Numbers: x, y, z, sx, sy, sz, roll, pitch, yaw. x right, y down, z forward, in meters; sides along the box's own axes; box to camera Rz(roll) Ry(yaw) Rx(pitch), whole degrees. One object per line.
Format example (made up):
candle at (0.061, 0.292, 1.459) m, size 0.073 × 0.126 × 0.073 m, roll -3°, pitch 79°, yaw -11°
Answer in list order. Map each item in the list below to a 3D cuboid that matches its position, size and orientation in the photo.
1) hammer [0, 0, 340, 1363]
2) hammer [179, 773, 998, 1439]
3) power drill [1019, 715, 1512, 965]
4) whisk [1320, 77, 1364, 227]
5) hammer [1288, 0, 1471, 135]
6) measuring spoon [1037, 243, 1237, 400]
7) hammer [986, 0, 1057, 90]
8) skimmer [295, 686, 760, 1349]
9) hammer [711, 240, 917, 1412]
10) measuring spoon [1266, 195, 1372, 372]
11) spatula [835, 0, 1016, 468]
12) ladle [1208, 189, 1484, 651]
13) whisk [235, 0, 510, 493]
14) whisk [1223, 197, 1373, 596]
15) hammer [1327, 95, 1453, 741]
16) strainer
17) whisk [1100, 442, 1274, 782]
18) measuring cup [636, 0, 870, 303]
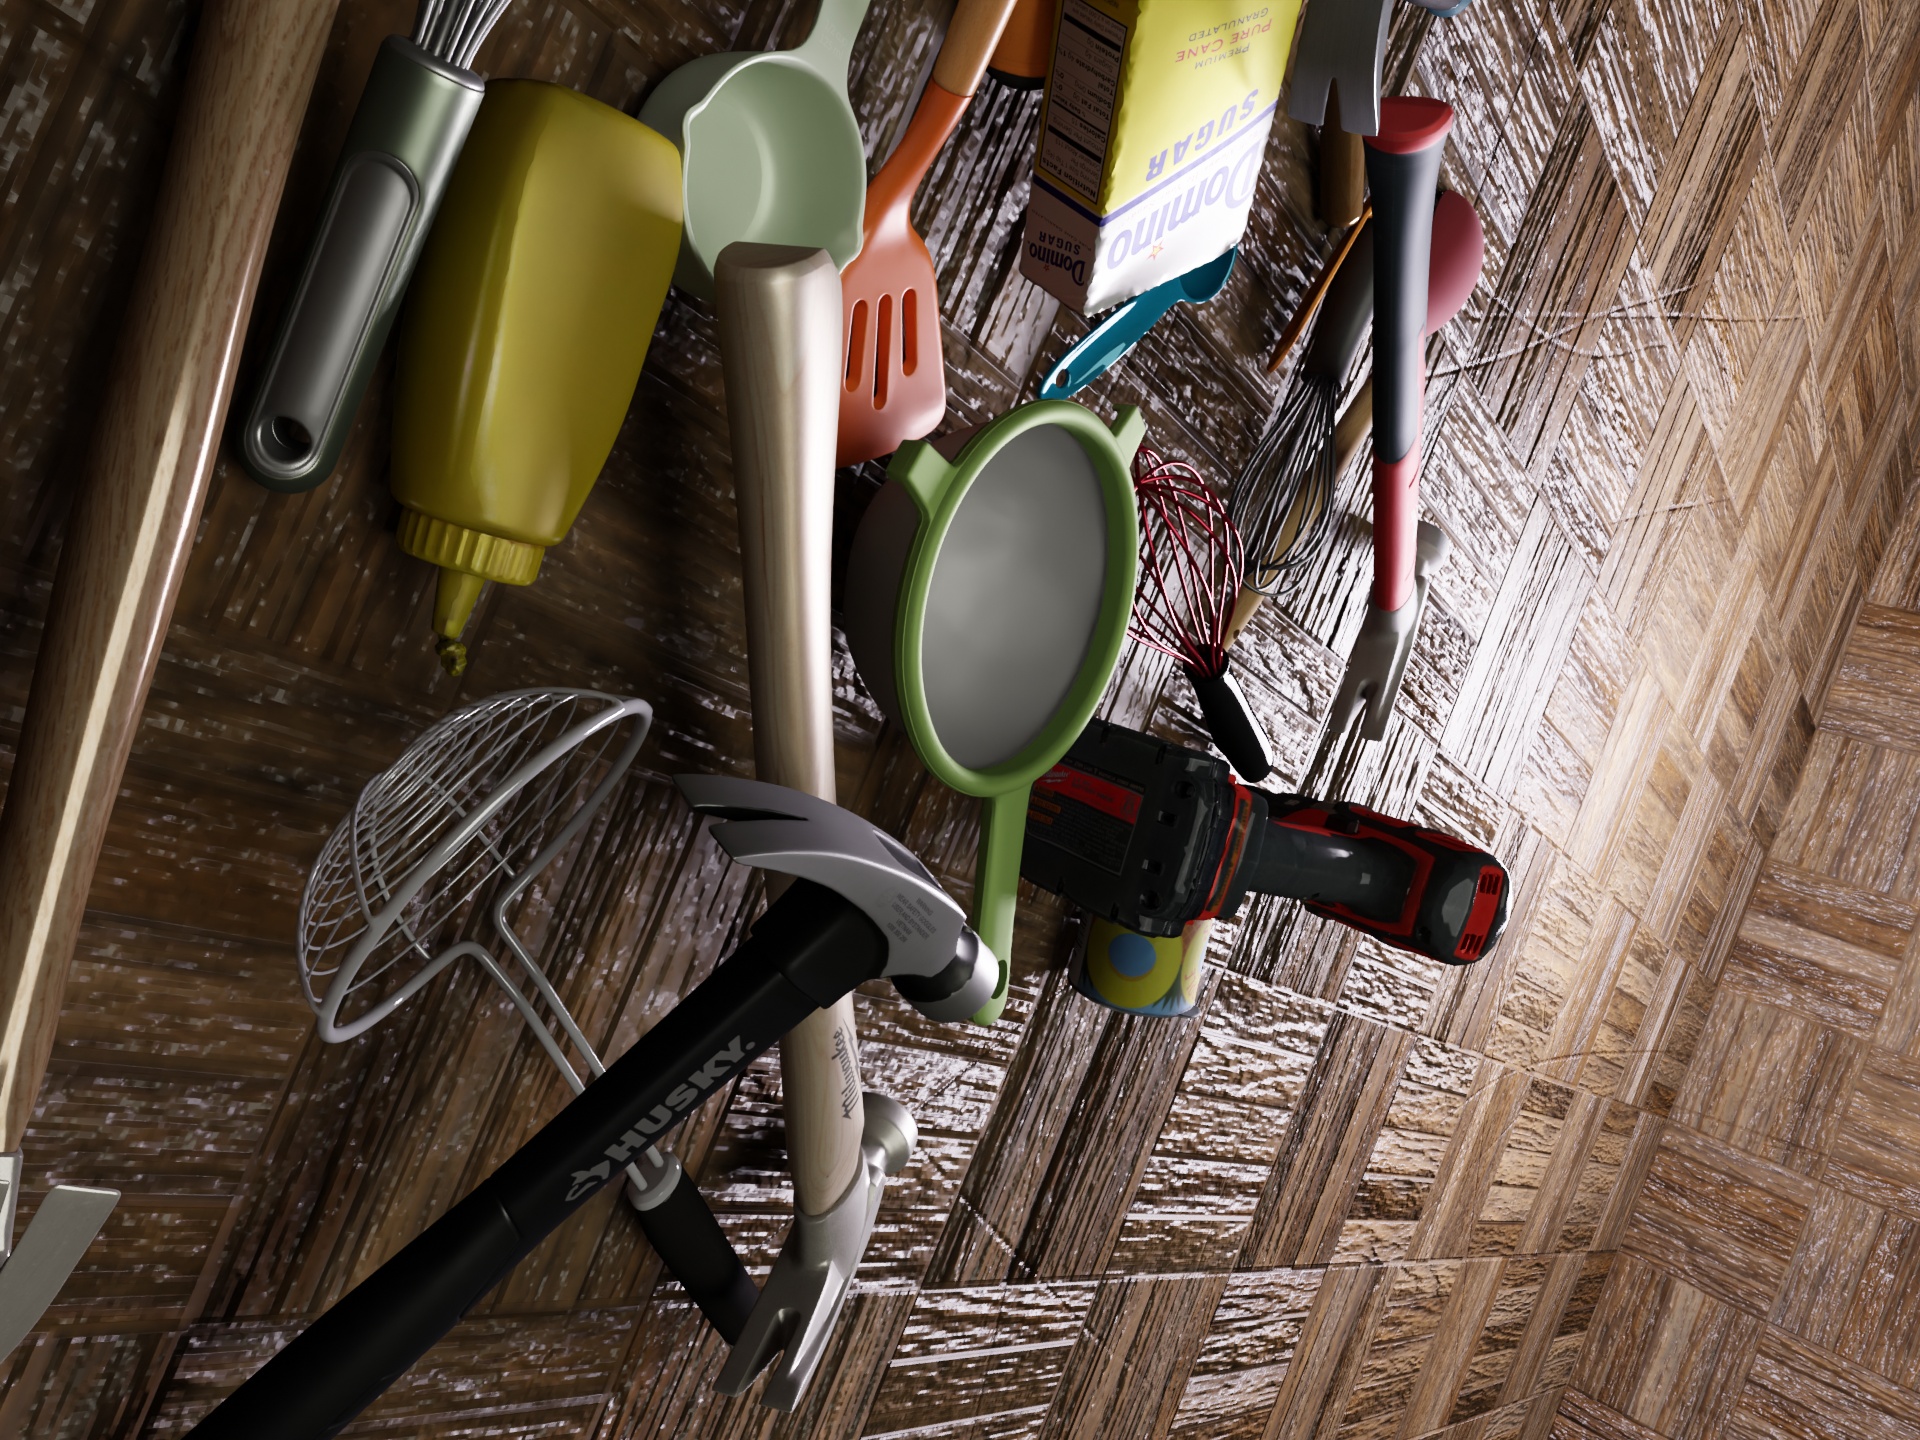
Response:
hammer at (-0.190, -0.021, 0.355) m, size 0.031 × 0.130 × 0.331 m, roll 16°, pitch 85°, yaw -39°
hammer at (-0.141, 0.148, 0.454) m, size 0.335 × 0.035 × 0.146 m, roll -41°, pitch 143°, yaw -4°
power drill at (0.128, 0.055, 0.765) m, size 0.226 × 0.188 × 0.080 m, roll 13°, pitch 95°, yaw -35°
whisk at (0.173, -0.341, 0.719) m, size 0.051 × 0.047 × 0.244 m, roll -45°, pitch 142°, yaw -32°
hammer at (0.186, -0.311, 0.645) m, size 0.331 × 0.033 × 0.128 m, roll -46°, pitch 151°, yaw -59°
measuring spoon at (0.072, -0.179, 0.687) m, size 0.128 × 0.021 × 0.042 m, roll -43°, pitch 138°, yaw -18°
hammer at (0.004, -0.303, 0.433) m, size 0.127 × 0.034 × 0.336 m, roll -61°, pitch 162°, yaw -11°
skimmer at (-0.106, 0.135, 0.537) m, size 0.127 × 0.090 × 0.362 m, roll -48°, pitch 139°, yaw -31°
hammer at (-0.057, 0.050, 0.542) m, size 0.146 × 0.038 × 0.410 m, roll -60°, pitch 155°, yaw -56°
measuring spoon at (0.187, -0.221, 0.800) m, size 0.011 × 0.021 × 0.117 m, roll 33°, pitch 82°, yaw -11°
spatula at (0.013, -0.215, 0.494) m, size 0.081 × 0.041 × 0.322 m, roll -27°, pitch 156°, yaw -43°
ladle at (0.214, -0.163, 0.867) m, size 0.315 × 0.031 × 0.069 m, roll -57°, pitch 143°, yaw -14°
whisk at (-0.121, -0.162, 0.375) m, size 0.057 × 0.059 × 0.246 m, roll 24°, pitch 108°, yaw -17°
whisk at (0.188, -0.173, 0.811) m, size 0.055 × 0.055 × 0.239 m, roll 35°, pitch 74°, yaw -53°
hammer at (0.212, -0.136, 0.787) m, size 0.385 × 0.038 × 0.143 m, roll 65°, pitch 44°, yaw -58°
strainer at (-0.001, -0.002, 0.626) m, size 0.151 × 0.069 × 0.256 m, roll -22°, pitch 123°, yaw -50°
whisk at (0.115, -0.036, 0.768) m, size 0.073 × 0.073 × 0.295 m, roll -59°, pitch 149°, yaw -14°
measuring cup at (-0.053, -0.208, 0.490) m, size 0.083 × 0.038 × 0.167 m, roll 21°, pitch 88°, yaw -54°
